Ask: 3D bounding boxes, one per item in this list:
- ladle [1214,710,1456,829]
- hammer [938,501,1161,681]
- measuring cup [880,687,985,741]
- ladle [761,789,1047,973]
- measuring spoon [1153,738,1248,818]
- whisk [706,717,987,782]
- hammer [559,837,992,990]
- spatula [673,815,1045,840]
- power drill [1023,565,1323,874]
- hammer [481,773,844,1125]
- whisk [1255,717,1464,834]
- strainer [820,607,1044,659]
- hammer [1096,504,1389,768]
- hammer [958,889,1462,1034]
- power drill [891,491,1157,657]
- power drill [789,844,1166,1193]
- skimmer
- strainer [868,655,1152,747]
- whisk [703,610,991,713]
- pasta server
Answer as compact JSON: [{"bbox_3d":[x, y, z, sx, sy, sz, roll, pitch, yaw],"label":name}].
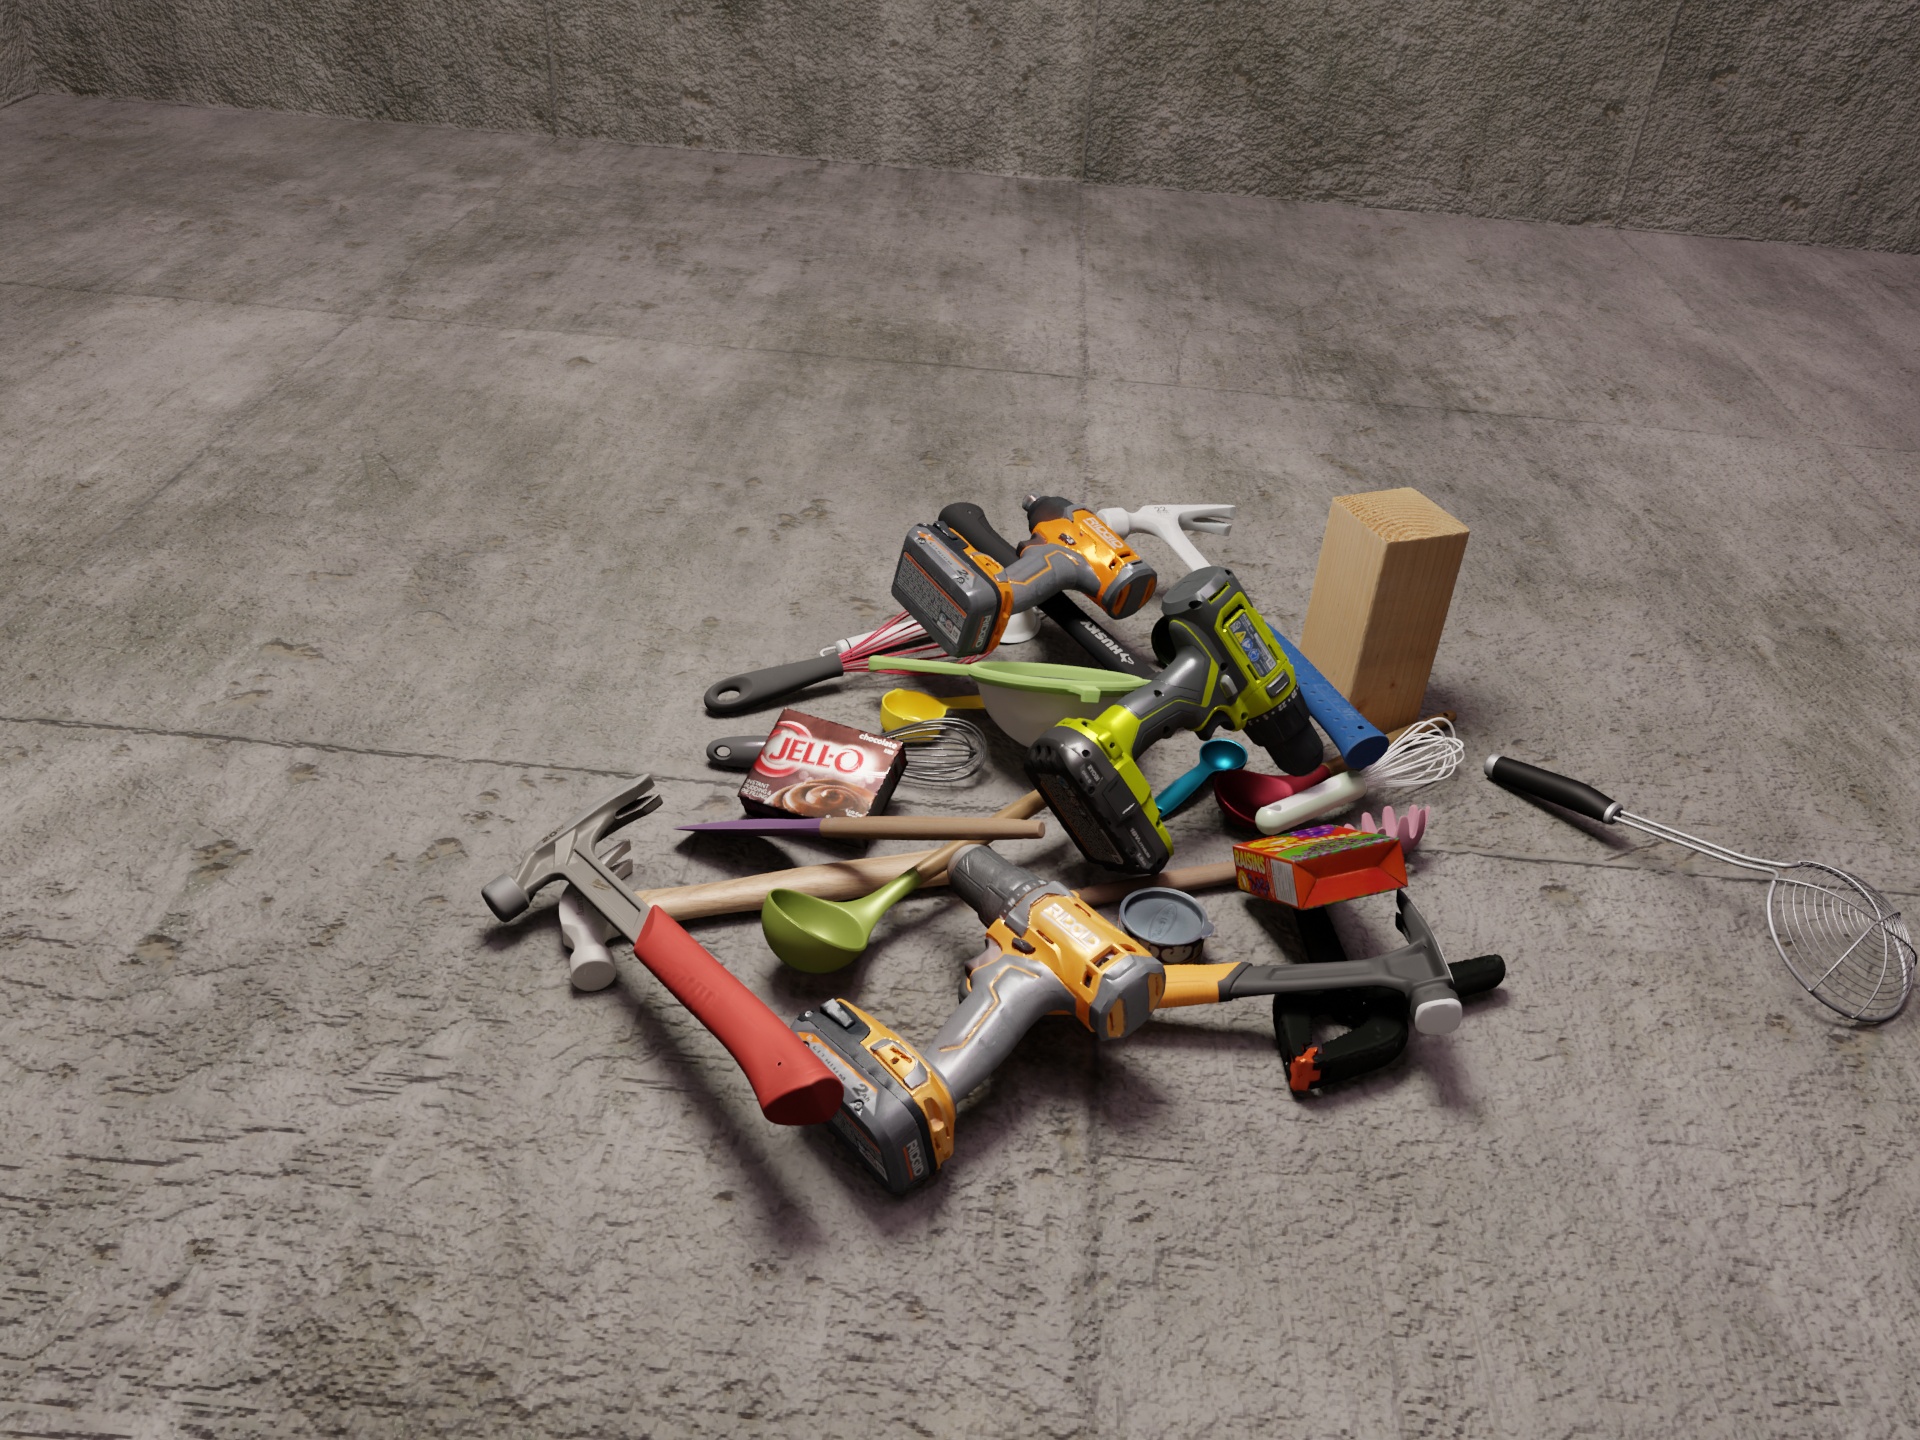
[{"bbox_3d":[0.336,0.037,1.399,0.315,0.031,0.069,-19,56,-34],"label":"ladle"},{"bbox_3d":[0.092,-0.104,1.516,0.146,0.035,0.335,-25,56,-34],"label":"hammer"},{"bbox_3d":[-0.002,-0.005,1.431,0.156,0.029,0.062,-3,32,-33],"label":"measuring cup"},{"bbox_3d":[-0.014,0.096,1.192,0.320,0.062,0.078,-29,49,-34],"label":"ladle"},{"bbox_3d":[0.199,0.058,1.366,0.042,0.021,0.128,31,51,33],"label":"measuring spoon"},{"bbox_3d":[-0.096,0.024,1.349,0.239,0.055,0.055,0,33,-1],"label":"whisk"},{"bbox_3d":[-0.134,0.126,1.202,0.331,0.031,0.130,-7,35,-17],"label":"hammer"},{"bbox_3d":[-0.079,0.080,1.191,0.316,0.018,0.059,-2,-2,30],"label":"spatula"},{"bbox_3d":[0.179,0.016,1.255,0.228,0.190,0.080,-42,18,-20],"label":"power drill"},{"bbox_3d":[-0.182,0.152,1.056,0.149,0.036,0.359,-36,41,-22],"label":"hammer"},{"bbox_3d":[0.340,0.050,1.347,0.246,0.059,0.058,-18,23,-32],"label":"whisk"},{"bbox_3d":[-0.018,-0.096,1.547,0.258,0.050,0.087,-17,53,-24],"label":"strainer"},{"bbox_3d":[0.271,-0.093,1.464,0.144,0.035,0.406,-8,39,-20],"label":"hammer"},{"bbox_3d":[0.166,0.179,1.113,0.337,0.034,0.127,-5,29,2],"label":"hammer"},{"bbox_3d":[0.051,-0.146,1.467,0.226,0.084,0.164,-17,51,-36],"label":"power drill"},{"bbox_3d":[-0.005,0.181,1.051,0.226,0.084,0.186,-32,46,-24],"label":"power drill"},{"bbox_3d":[0.585,0.123,1.297,0.127,0.090,0.364,-23,32,-32],"label":"skimmer"},{"bbox_3d":[0.032,-0.015,1.376,0.256,0.069,0.151,6,7,26],"label":"strainer"},{"bbox_3d":[-0.094,-0.056,1.460,0.296,0.073,0.073,-17,39,-19],"label":"whisk"},{"bbox_3d":[0.231,0.110,1.265,0.316,0.040,0.060,-8,2,-15],"label":"pasta server"}]
